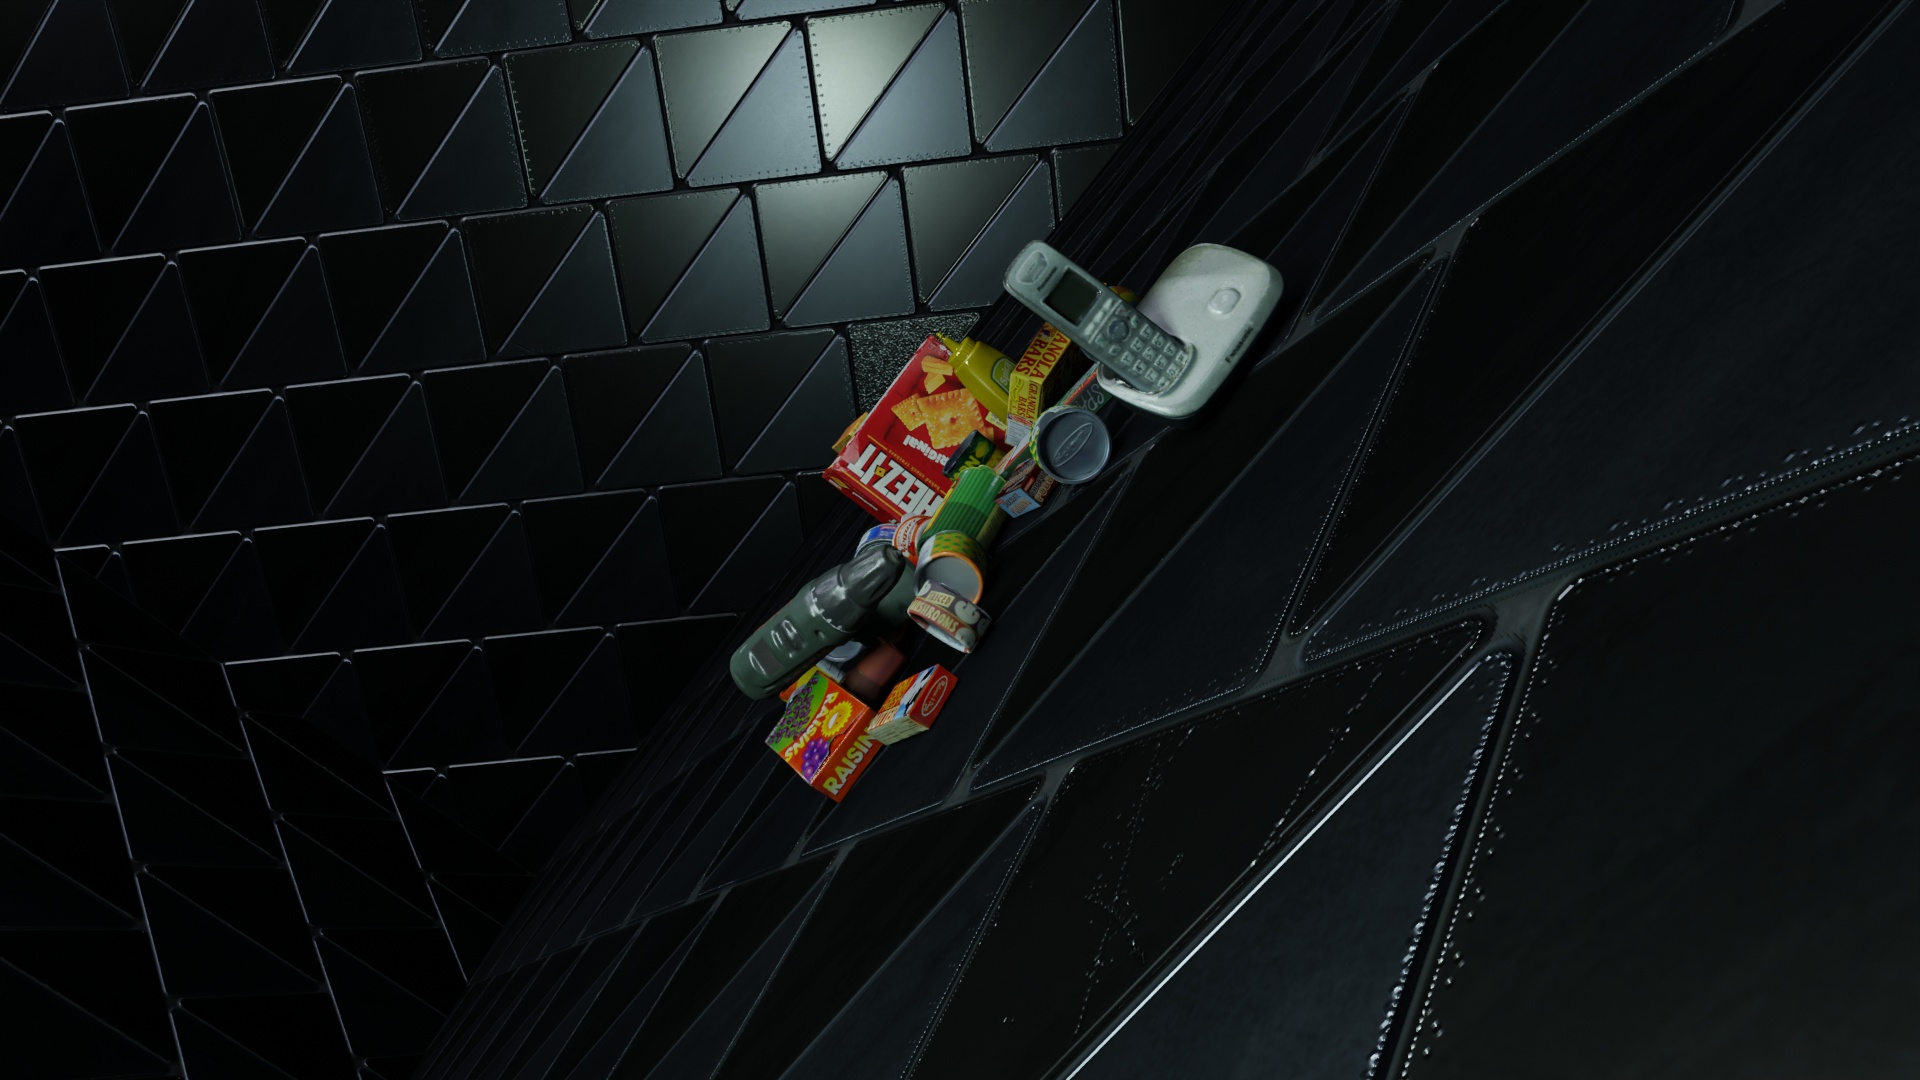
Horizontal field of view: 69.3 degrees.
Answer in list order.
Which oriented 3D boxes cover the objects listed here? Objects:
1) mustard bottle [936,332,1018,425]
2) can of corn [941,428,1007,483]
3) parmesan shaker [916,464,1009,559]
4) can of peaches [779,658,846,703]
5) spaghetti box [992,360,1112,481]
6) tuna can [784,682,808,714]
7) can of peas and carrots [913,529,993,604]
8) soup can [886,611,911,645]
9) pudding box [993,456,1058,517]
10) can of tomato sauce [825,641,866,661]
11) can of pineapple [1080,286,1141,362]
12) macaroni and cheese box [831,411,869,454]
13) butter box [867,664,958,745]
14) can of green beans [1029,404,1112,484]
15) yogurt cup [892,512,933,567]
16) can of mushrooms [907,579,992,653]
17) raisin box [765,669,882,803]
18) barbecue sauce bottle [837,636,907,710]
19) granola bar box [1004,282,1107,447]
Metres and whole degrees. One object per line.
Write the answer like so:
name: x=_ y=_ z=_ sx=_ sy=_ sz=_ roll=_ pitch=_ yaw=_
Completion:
mustard bottle: x=0.035 y=-0.194 z=1.638 sx=0.048 sy=0.160 sz=0.065 roll=-37 pitch=19 yaw=55
can of corn: x=0.020 y=-0.085 z=1.614 sx=0.071 sy=0.058 sz=0.071 roll=-50 pitch=9 yaw=12
parmesan shaker: x=0.005 y=-0.017 z=1.395 sx=0.071 sy=0.071 sz=0.103 roll=-41 pitch=14 yaw=51
can of peaches: x=-0.162 y=0.167 z=1.551 sx=0.071 sy=0.058 sz=0.071 roll=-50 pitch=9 yaw=12
spaghetti box: x=0.104 y=-0.122 z=1.435 sx=0.248 sy=0.028 sz=0.050 roll=-45 pitch=12 yaw=40
tuna can: x=-0.144 y=0.179 z=1.405 sx=0.071 sy=0.071 sz=0.033 roll=-52 pitch=8 yaw=3
can of peas and carrots: x=-0.007 y=0.031 z=1.293 sx=0.070 sy=0.071 sz=0.059 roll=-49 pitch=10 yaw=19
soup can: x=-0.080 y=0.067 z=1.508 sx=0.071 sy=0.071 sz=0.084 roll=-48 pitch=11 yaw=25
pudding box: x=0.068 y=-0.055 z=1.352 sx=0.050 sy=0.030 sz=0.083 roll=-54 pitch=9 yaw=-16
can of tomato sauce: x=-0.126 y=0.093 z=1.570 sx=0.071 sy=0.071 sz=0.083 roll=-50 pitch=-5 yaw=17
can of pineapple: x=0.156 y=-0.226 z=1.444 sx=0.070 sy=0.071 sz=0.058 roll=-47 pitch=11 yaw=33
macaroni and cheese box: x=-0.077 y=-0.089 z=1.766 sx=0.040 sy=0.166 sz=0.123 roll=-54 pitch=9 yaw=-13
butter box: x=-0.042 y=0.140 z=1.171 sx=0.053 sy=0.024 sz=0.103 roll=-58 pitch=10 yaw=-26
can of green beans: x=0.096 y=-0.086 z=1.221 sx=0.071 sy=0.071 sz=0.058 roll=-52 pitch=9 yaw=4
yogurt cup: x=-0.035 y=0.003 z=1.541 sx=0.072 sy=0.072 sz=0.054 roll=-55 pitch=17 yaw=-18
can of mushrooms: x=-0.010 y=0.063 z=1.167 sx=0.033 sy=0.071 sz=0.071 roll=-56 pitch=10 yaw=-12
raisin box: x=-0.121 y=0.176 z=1.268 sx=0.086 sy=0.040 sz=0.123 roll=-53 pitch=28 yaw=-8
barbecue sauce bottle: x=-0.110 y=0.163 z=1.357 sx=0.148 sy=0.043 sz=0.065 roll=-52 pitch=20 yaw=-2
granola bar box: x=0.105 y=-0.193 z=1.521 sx=0.166 sy=0.039 sz=0.123 roll=-58 pitch=-16 yaw=-30
